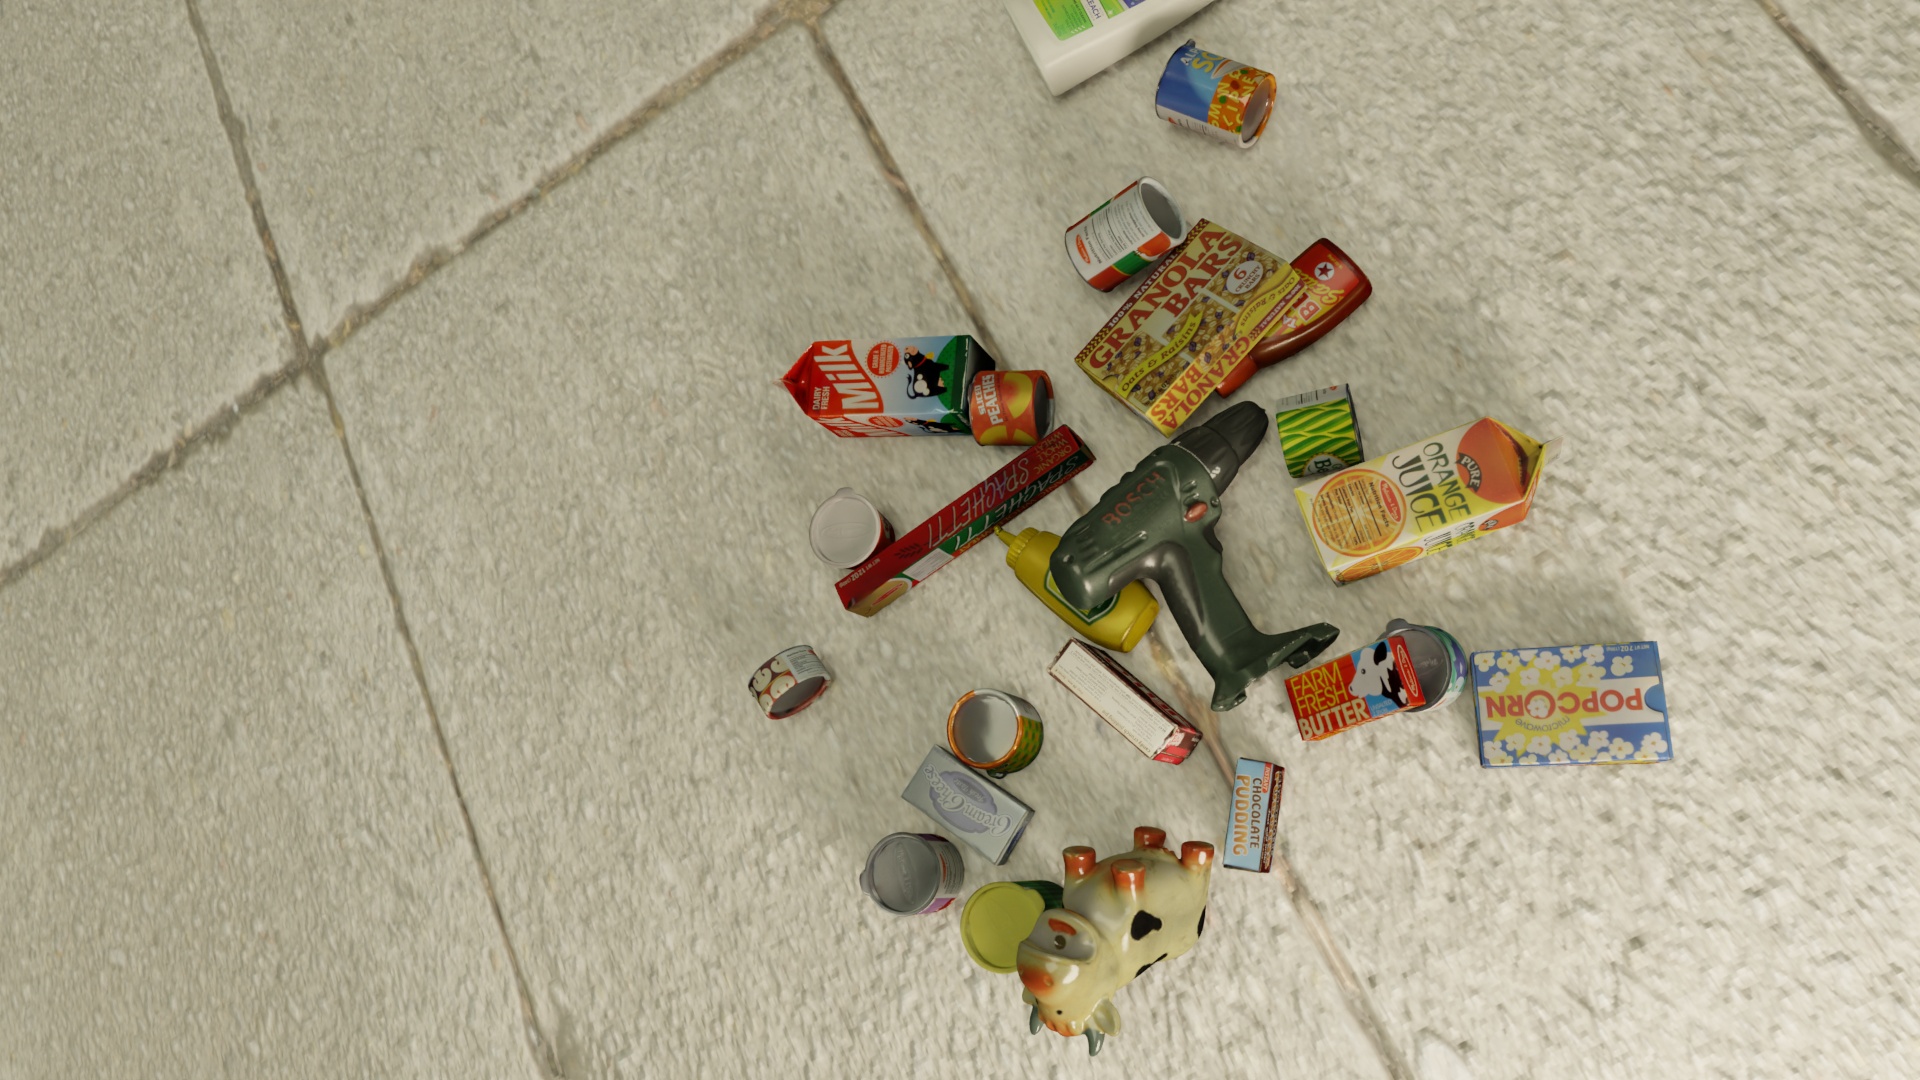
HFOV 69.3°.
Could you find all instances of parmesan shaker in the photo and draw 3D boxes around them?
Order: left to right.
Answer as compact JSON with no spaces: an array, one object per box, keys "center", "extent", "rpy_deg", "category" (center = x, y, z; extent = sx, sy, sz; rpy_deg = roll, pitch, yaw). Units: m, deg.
[{"center":[0.051,0.296,1.076],"extent":[0.071,0.103,0.071],"rpy_deg":[-5,76,20],"category":"parmesan shaker"}]

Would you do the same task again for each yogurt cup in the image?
[{"center":[-0.093,-0.004,1.231],"extent":[0.072,0.054,0.072],"rpy_deg":[-5,76,20],"category":"yogurt cup"}]

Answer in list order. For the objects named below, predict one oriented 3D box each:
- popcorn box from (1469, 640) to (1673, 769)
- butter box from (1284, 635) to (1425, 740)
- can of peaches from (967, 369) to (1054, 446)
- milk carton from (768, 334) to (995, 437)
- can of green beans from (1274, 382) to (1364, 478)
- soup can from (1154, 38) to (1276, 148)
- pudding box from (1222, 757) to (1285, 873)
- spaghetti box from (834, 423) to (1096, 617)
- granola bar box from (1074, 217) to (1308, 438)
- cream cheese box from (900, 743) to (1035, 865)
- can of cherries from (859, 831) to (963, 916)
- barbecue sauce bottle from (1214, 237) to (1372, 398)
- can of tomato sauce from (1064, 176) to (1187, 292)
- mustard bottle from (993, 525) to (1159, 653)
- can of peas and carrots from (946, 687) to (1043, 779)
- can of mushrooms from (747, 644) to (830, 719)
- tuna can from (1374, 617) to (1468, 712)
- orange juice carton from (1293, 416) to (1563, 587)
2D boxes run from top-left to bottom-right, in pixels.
[{"center":[0.440,0.120,1.007],"extent":[0.126,0.038,0.085],"rpy_deg":[-6,74,20],"category":"popcorn box"},{"center":[0.295,0.113,1.045],"extent":[0.103,0.024,0.053],"rpy_deg":[-33,64,46],"category":"butter box"},{"center":[0.044,-0.115,1.197],"extent":[0.058,0.071,0.071],"rpy_deg":[1,78,20],"category":"can of peaches"},{"center":[-0.072,-0.136,1.245],"extent":[0.190,0.072,0.073],"rpy_deg":[1,78,21],"category":"milk carton"},{"center":[0.285,-0.086,1.102],"extent":[0.058,0.071,0.071],"rpy_deg":[-12,73,19],"category":"can of green beans"},{"center":[0.221,-0.386,1.198],"extent":[0.084,0.071,0.071],"rpy_deg":[28,88,24],"category":"soup can"},{"center":[0.224,0.211,1.060],"extent":[0.030,0.049,0.084],"rpy_deg":[6,79,24],"category":"pudding box"},{"center":[0.004,-0.015,1.199],"extent":[0.250,0.050,0.029],"rpy_deg":[-35,69,9],"category":"spaghetti box"},{"center":[0.186,-0.179,1.149],"extent":[0.165,0.039,0.124],"rpy_deg":[-48,38,4],"category":"granola bar box"},{"center":[0.006,0.219,1.155],"extent":[0.104,0.024,0.053],"rpy_deg":[31,90,24],"category":"cream cheese box"},{"center":[-0.039,0.273,1.140],"extent":[0.071,0.058,0.071],"rpy_deg":[-4,77,20],"category":"can of cherries"},{"center":[0.263,-0.178,1.145],"extent":[0.148,0.043,0.065],"rpy_deg":[-41,66,8],"category":"barbecue sauce bottle"},{"center":[0.142,-0.261,1.185],"extent":[0.083,0.071,0.071],"rpy_deg":[-30,67,37],"category":"can of tomato sauce"},{"center":[0.086,0.030,1.157],"extent":[0.160,0.048,0.065],"rpy_deg":[33,85,24],"category":"mustard bottle"},{"center":[0.028,0.159,1.142],"extent":[0.071,0.058,0.071],"rpy_deg":[-5,75,20],"category":"can of peas and carrots"},{"center":[-0.151,0.126,1.215],"extent":[0.071,0.071,0.033],"rpy_deg":[-41,68,8],"category":"can of mushrooms"},{"center":[0.342,0.093,1.042],"extent":[0.071,0.033,0.071],"rpy_deg":[-5,82,42],"category":"tuna can"},{"center":[0.361,-0.035,1.057],"extent":[0.192,0.071,0.073],"rpy_deg":[-22,71,15],"category":"orange juice carton"}]
